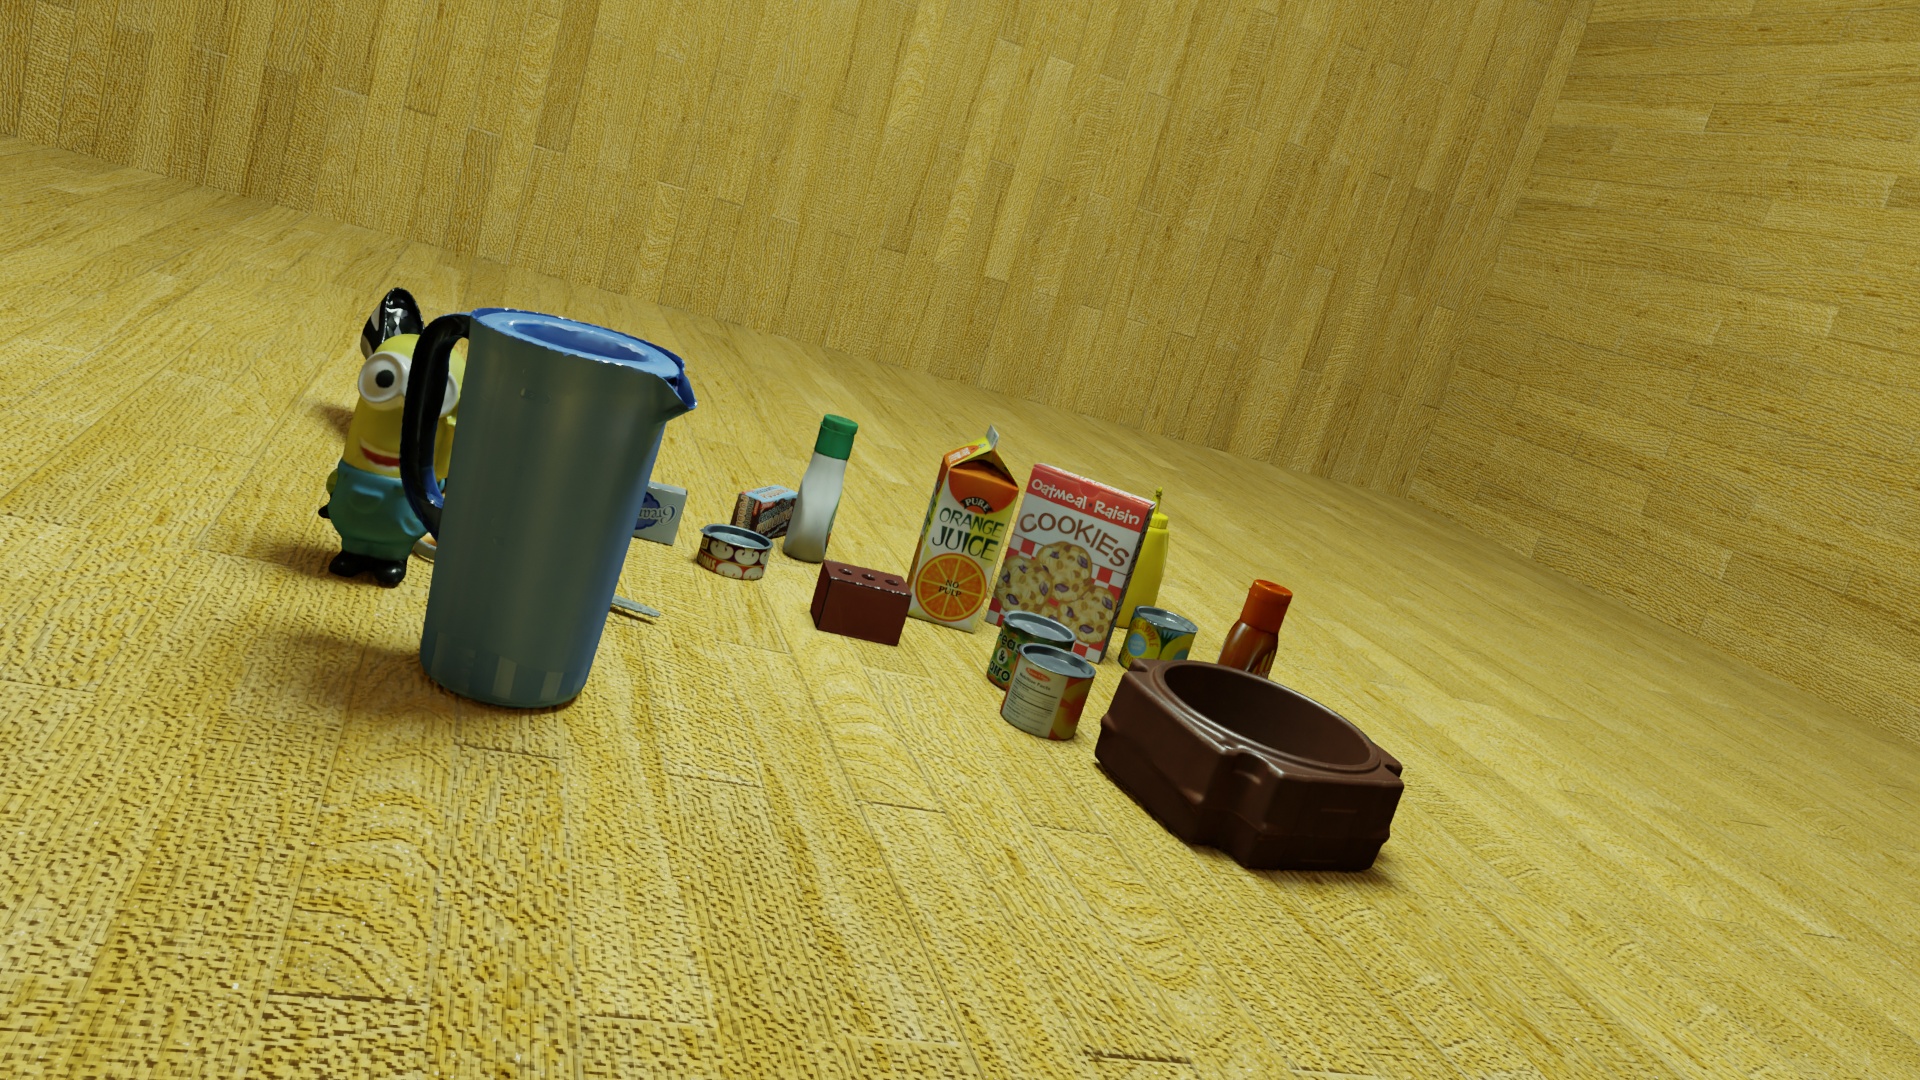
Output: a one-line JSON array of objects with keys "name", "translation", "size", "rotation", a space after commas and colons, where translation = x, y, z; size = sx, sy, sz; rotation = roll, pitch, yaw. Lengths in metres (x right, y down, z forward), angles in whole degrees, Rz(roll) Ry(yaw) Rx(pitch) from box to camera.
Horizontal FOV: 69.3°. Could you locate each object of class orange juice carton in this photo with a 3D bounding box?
[{"name": "orange juice carton", "translation": [0.005, -0.017, 1.342], "size": [0.073, 0.192, 0.072], "rotation": [16, 12, -7]}]

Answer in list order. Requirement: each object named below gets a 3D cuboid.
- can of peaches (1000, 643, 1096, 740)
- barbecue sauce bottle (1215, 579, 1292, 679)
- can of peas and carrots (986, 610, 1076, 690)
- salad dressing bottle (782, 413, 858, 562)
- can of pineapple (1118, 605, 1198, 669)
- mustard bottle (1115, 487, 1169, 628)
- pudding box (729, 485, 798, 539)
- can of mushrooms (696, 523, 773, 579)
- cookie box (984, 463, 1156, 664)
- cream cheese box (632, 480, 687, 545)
[{"name": "can of peaches", "translation": [0.073, 0.124, 1.142], "size": [0.071, 0.058, 0.071], "rotation": [16, 13, -4]}, {"name": "barbecue sauce bottle", "translation": [0.253, 0.109, 1.236], "size": [0.044, 0.148, 0.065], "rotation": [26, 15, 35]}, {"name": "can of peas and carrots", "translation": [0.060, 0.101, 1.221], "size": [0.071, 0.058, 0.071], "rotation": [16, 13, -4]}, {"name": "salad dressing bottle", "translation": [-0.140, -0.053, 1.407], "size": [0.044, 0.147, 0.064], "rotation": [15, 13, -12]}, {"name": "can of pineapple", "translation": [0.195, 0.103, 1.386], "size": [0.071, 0.057, 0.071], "rotation": [16, 13, -4]}, {"name": "mustard bottle", "translation": [0.195, 0.016, 1.523], "size": [0.065, 0.159, 0.049], "rotation": [10, 14, -29]}, {"name": "pudding box", "translation": [-0.204, -0.028, 1.439], "size": [0.030, 0.049, 0.084], "rotation": [21, 13, 16]}, {"name": "can of mushrooms", "translation": [-0.214, 0.010, 1.303], "size": [0.071, 0.033, 0.071], "rotation": [16, 13, -4]}, {"name": "cookie box", "translation": [0.108, 0.021, 1.372], "size": [0.123, 0.167, 0.040], "rotation": [20, 13, 14]}, {"name": "cream cheese box", "translation": [-0.314, -0.033, 1.310], "size": [0.104, 0.053, 0.024], "rotation": [14, 13, -16]}]
